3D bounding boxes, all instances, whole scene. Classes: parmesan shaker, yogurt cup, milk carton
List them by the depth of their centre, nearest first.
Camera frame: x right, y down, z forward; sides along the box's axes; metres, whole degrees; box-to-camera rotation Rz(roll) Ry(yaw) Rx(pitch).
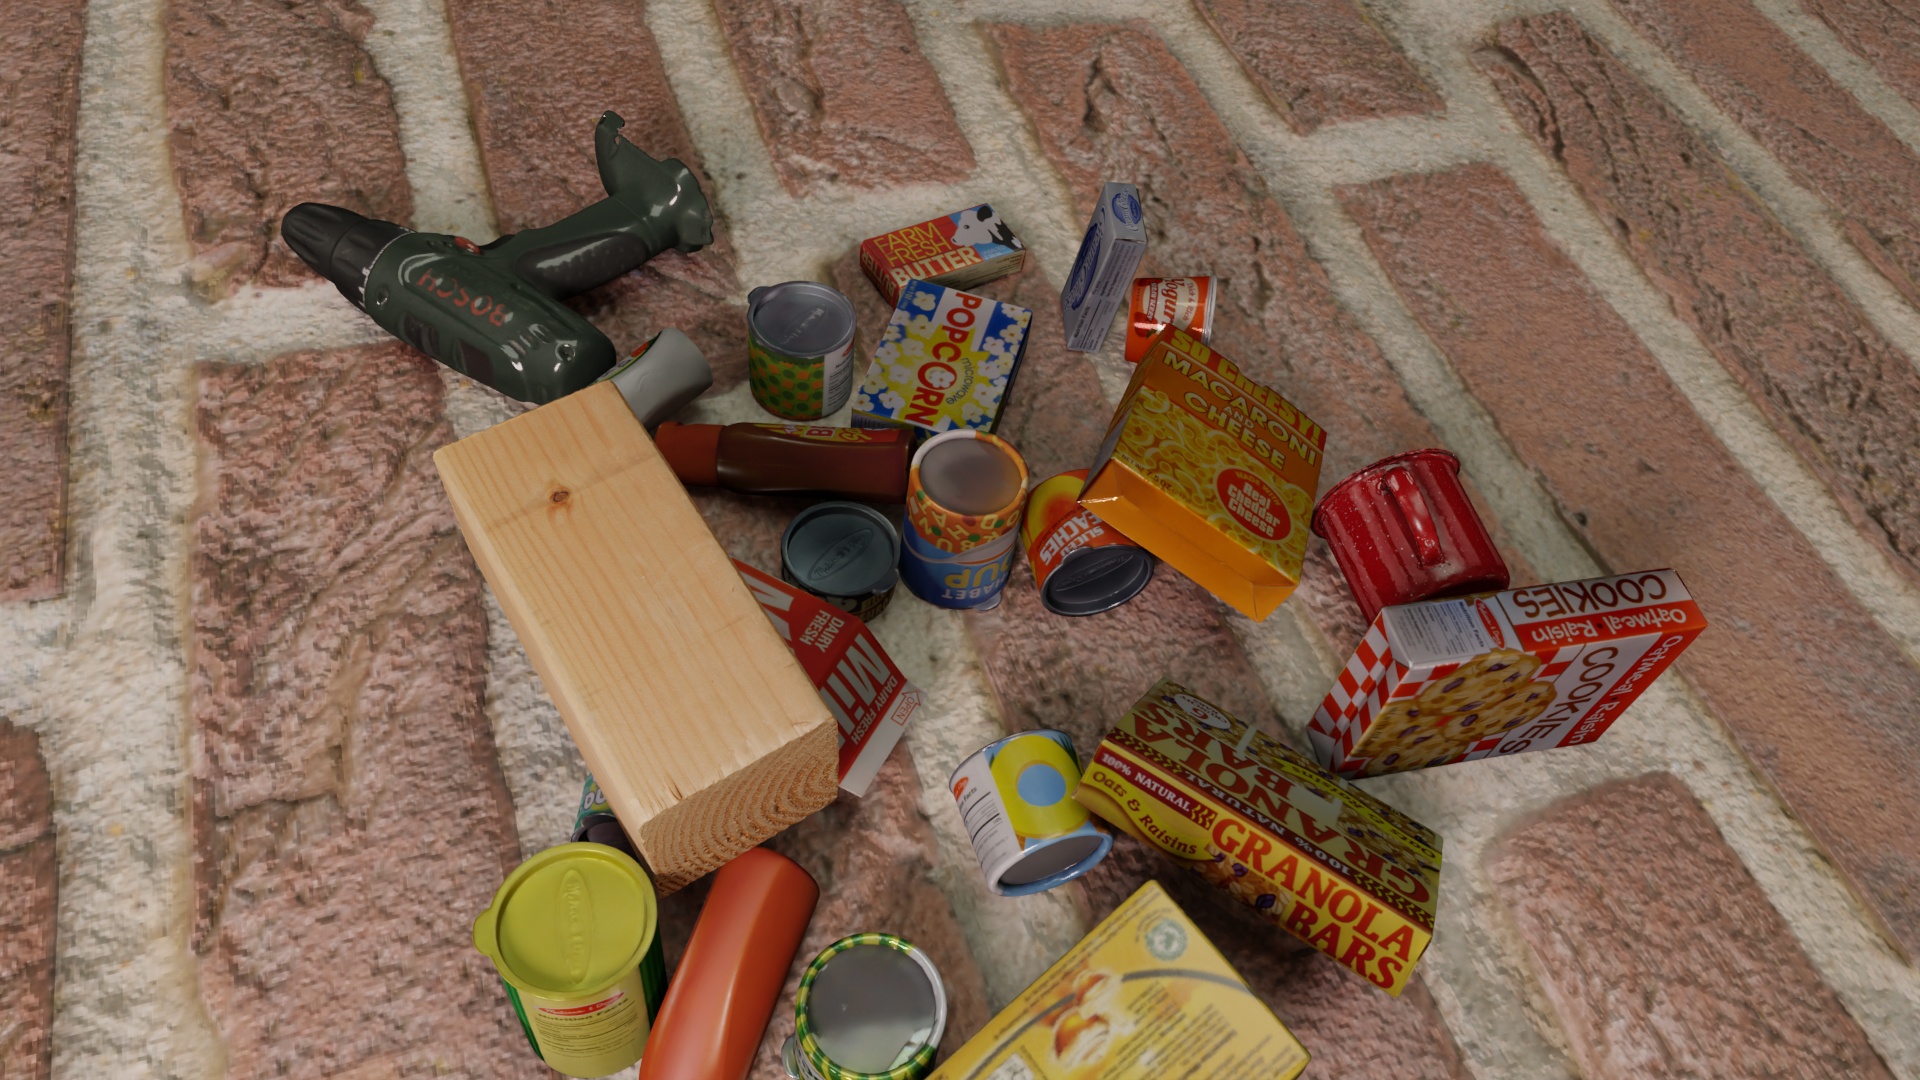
[{"bbox_3d":[-0.163,0.181,0.593,0.071,0.102,0.072,4,52,-5],"label":"parmesan shaker"},{"bbox_3d":[-0.116,0.061,0.711,0.191,0.073,0.073,26,55,11],"label":"milk carton"},{"bbox_3d":[0.137,-0.142,0.910,0.054,0.072,0.073,7,52,8],"label":"yogurt cup"}]

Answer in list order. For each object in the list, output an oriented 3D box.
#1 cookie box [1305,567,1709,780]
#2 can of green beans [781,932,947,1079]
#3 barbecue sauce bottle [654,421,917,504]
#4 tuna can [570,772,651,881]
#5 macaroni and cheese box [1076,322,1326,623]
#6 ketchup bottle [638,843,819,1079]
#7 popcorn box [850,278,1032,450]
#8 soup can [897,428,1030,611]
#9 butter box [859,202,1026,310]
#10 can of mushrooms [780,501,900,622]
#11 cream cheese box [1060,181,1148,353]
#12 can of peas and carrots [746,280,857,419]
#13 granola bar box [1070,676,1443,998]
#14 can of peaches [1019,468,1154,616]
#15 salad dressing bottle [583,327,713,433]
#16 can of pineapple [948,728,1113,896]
[{"bbox_3d":[0.281,0.071,0.727,0.168,0.122,0.040,-6,55,-13],"label":"cookie box"},{"bbox_3d":[-0.041,0.215,0.613,0.071,0.057,0.071,4,52,-5],"label":"can of green beans"},{"bbox_3d":[-0.101,-0.047,0.807,0.148,0.043,0.065,3,8,4],"label":"barbecue sauce bottle"},{"bbox_3d":[-0.149,0.131,0.655,0.071,0.070,0.033,5,51,-4],"label":"tuna can"},{"bbox_3d":[0.146,-0.045,0.805,0.124,0.040,0.167,34,39,-5],"label":"macaroni and cheese box"},{"bbox_3d":[-0.108,0.211,0.607,0.043,0.064,0.149,11,59,17],"label":"ketchup bottle"},{"bbox_3d":[-0.011,-0.103,0.873,0.085,0.038,0.127,16,52,4],"label":"popcorn box"},{"bbox_3d":[0.003,-0.010,0.775,0.071,0.083,0.072,4,53,-5],"label":"soup can"},{"bbox_3d":[-0.012,-0.195,0.953,0.104,0.024,0.053,-22,59,-23],"label":"butter box"},{"bbox_3d":[-0.066,0.015,0.779,0.071,0.033,0.071,4,52,-5],"label":"can of mushrooms"},{"bbox_3d":[0.092,-0.176,0.903,0.024,0.103,0.053,5,54,-13],"label":"cream cheese box"},{"bbox_3d":[-0.100,-0.118,0.860,0.071,0.058,0.071,4,52,-5],"label":"can of peas and carrots"},{"bbox_3d":[0.148,0.134,0.672,0.166,0.039,0.124,30,17,14],"label":"granola bar box"},{"bbox_3d":[0.069,0.000,0.786,0.071,0.071,0.058,-7,53,-13],"label":"can of peaches"},{"bbox_3d":[-0.213,-0.066,0.807,0.148,0.064,0.044,-42,102,-24],"label":"salad dressing bottle"},{"bbox_3d":[0.036,0.134,0.682,0.071,0.070,0.058,-13,56,-17],"label":"can of pineapple"}]
